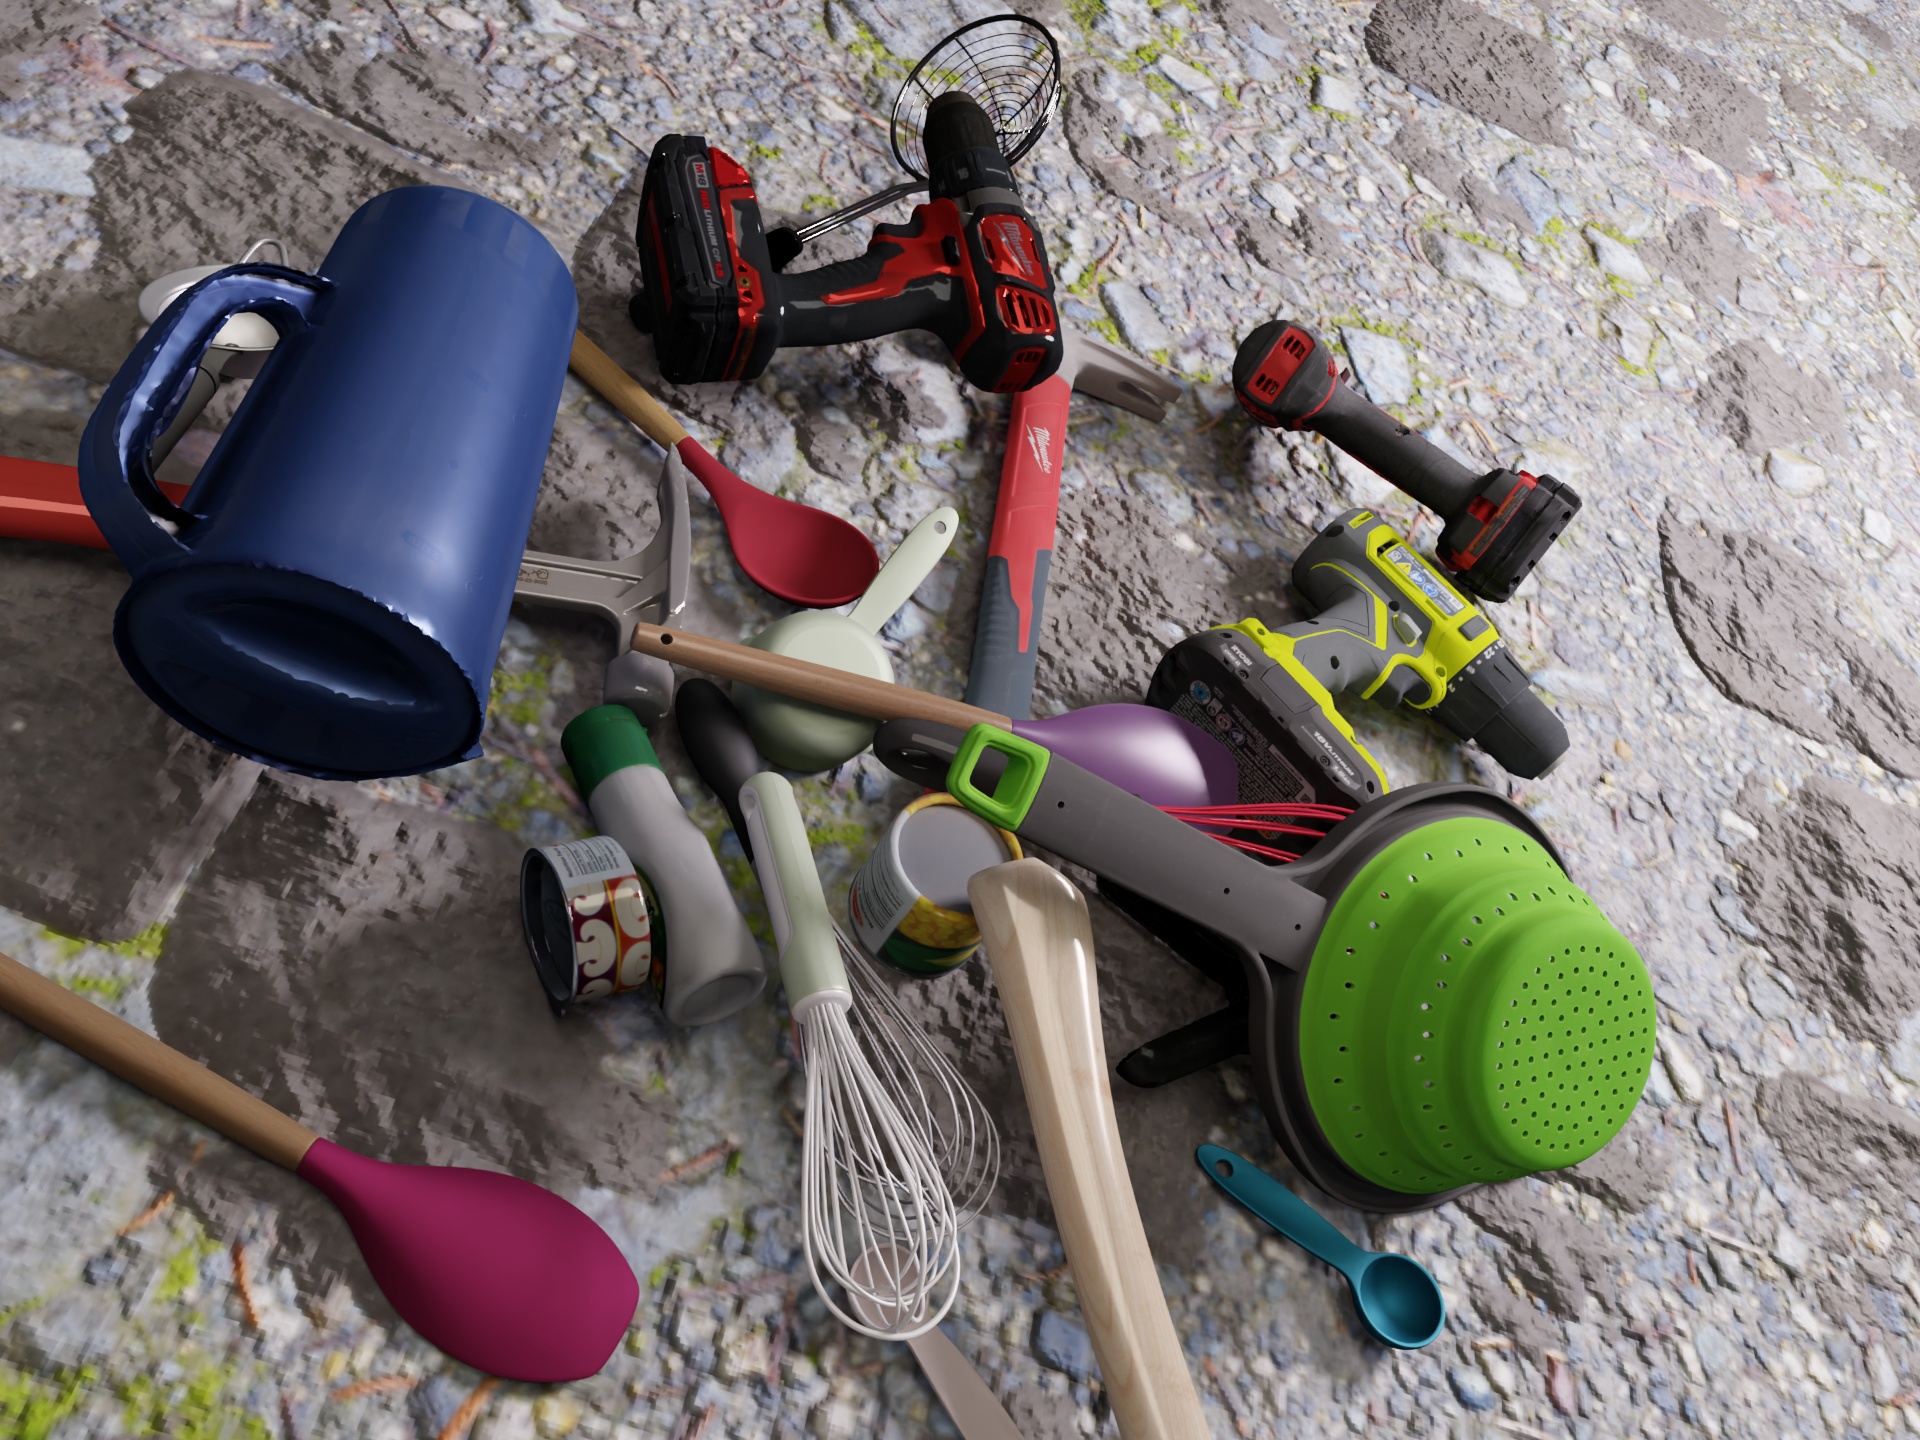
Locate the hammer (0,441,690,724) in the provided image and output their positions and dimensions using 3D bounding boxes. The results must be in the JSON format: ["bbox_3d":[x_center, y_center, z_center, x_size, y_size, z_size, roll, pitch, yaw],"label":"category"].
[{"bbox_3d":[-0.302,-0.090,0.712,0.359,0.036,0.149,8,58,-18],"label":"hammer"}]

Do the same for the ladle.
[{"bbox_3d":[-0.167,-0.162,0.844,0.315,0.031,0.069,42,52,10],"label":"ladle"}]

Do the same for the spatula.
[{"bbox_3d":[-0.001,-0.002,0.755,0.315,0.018,0.060,14,69,-21],"label":"spatula"}]

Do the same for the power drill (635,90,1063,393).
[{"bbox_3d":[-0.061,-0.272,0.886,0.226,0.080,0.188,-5,71,-21],"label":"power drill"}]

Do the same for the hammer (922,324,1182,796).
[{"bbox_3d":[0.046,-0.084,0.879,0.143,0.038,0.387,20,51,-13],"label":"hammer"}]

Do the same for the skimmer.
[{"bbox_3d":[-0.070,-0.343,0.977,0.127,0.090,0.363,21,44,33],"label":"skimmer"}]

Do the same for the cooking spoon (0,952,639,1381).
[{"bbox_3d":[-0.261,0.146,0.582,0.319,0.017,0.069,31,49,-3],"label":"cooking spoon"}]

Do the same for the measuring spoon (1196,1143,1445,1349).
[{"bbox_3d":[0.158,0.237,0.718,0.129,0.021,0.042,35,50,14],"label":"measuring spoon"}]

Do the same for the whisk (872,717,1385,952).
[{"bbox_3d":[0.099,0.051,0.752,0.295,0.073,0.073,18,51,-12],"label":"whisk"}]

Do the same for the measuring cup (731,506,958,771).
[{"bbox_3d":[-0.044,-0.049,0.778,0.083,0.038,0.168,40,67,-10],"label":"measuring cup"}]

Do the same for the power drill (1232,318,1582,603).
[{"bbox_3d":[0.268,-0.168,0.997,0.220,0.078,0.143,37,12,7],"label":"power drill"}]

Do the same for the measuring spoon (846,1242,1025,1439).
[{"bbox_3d":[-0.005,0.262,0.625,0.034,0.018,0.124,-30,80,-38],"label":"measuring spoon"}]

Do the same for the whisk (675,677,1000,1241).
[{"bbox_3d":[-0.065,0.092,0.693,0.070,0.070,0.285,-11,58,-31],"label":"whisk"}]

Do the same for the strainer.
[{"bbox_3d":[-0.340,-0.152,0.707,0.087,0.050,0.259,7,32,-11],"label":"strainer"}]

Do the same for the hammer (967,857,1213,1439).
[{"bbox_3d":[0.063,0.251,0.609,0.146,0.038,0.411,-6,68,-27],"label":"hammer"}]

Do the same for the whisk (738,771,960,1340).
[{"bbox_3d":[-0.053,0.119,0.619,0.059,0.057,0.247,2,48,-28],"label":"whisk"}]

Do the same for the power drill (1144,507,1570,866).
[{"bbox_3d":[0.228,-0.012,0.888,0.228,0.080,0.191,-29,71,-40],"label":"power drill"}]

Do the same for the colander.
[{"bbox_3d":[0.172,0.099,0.672,0.396,0.094,0.204,28,82,-26],"label":"colander"}]
